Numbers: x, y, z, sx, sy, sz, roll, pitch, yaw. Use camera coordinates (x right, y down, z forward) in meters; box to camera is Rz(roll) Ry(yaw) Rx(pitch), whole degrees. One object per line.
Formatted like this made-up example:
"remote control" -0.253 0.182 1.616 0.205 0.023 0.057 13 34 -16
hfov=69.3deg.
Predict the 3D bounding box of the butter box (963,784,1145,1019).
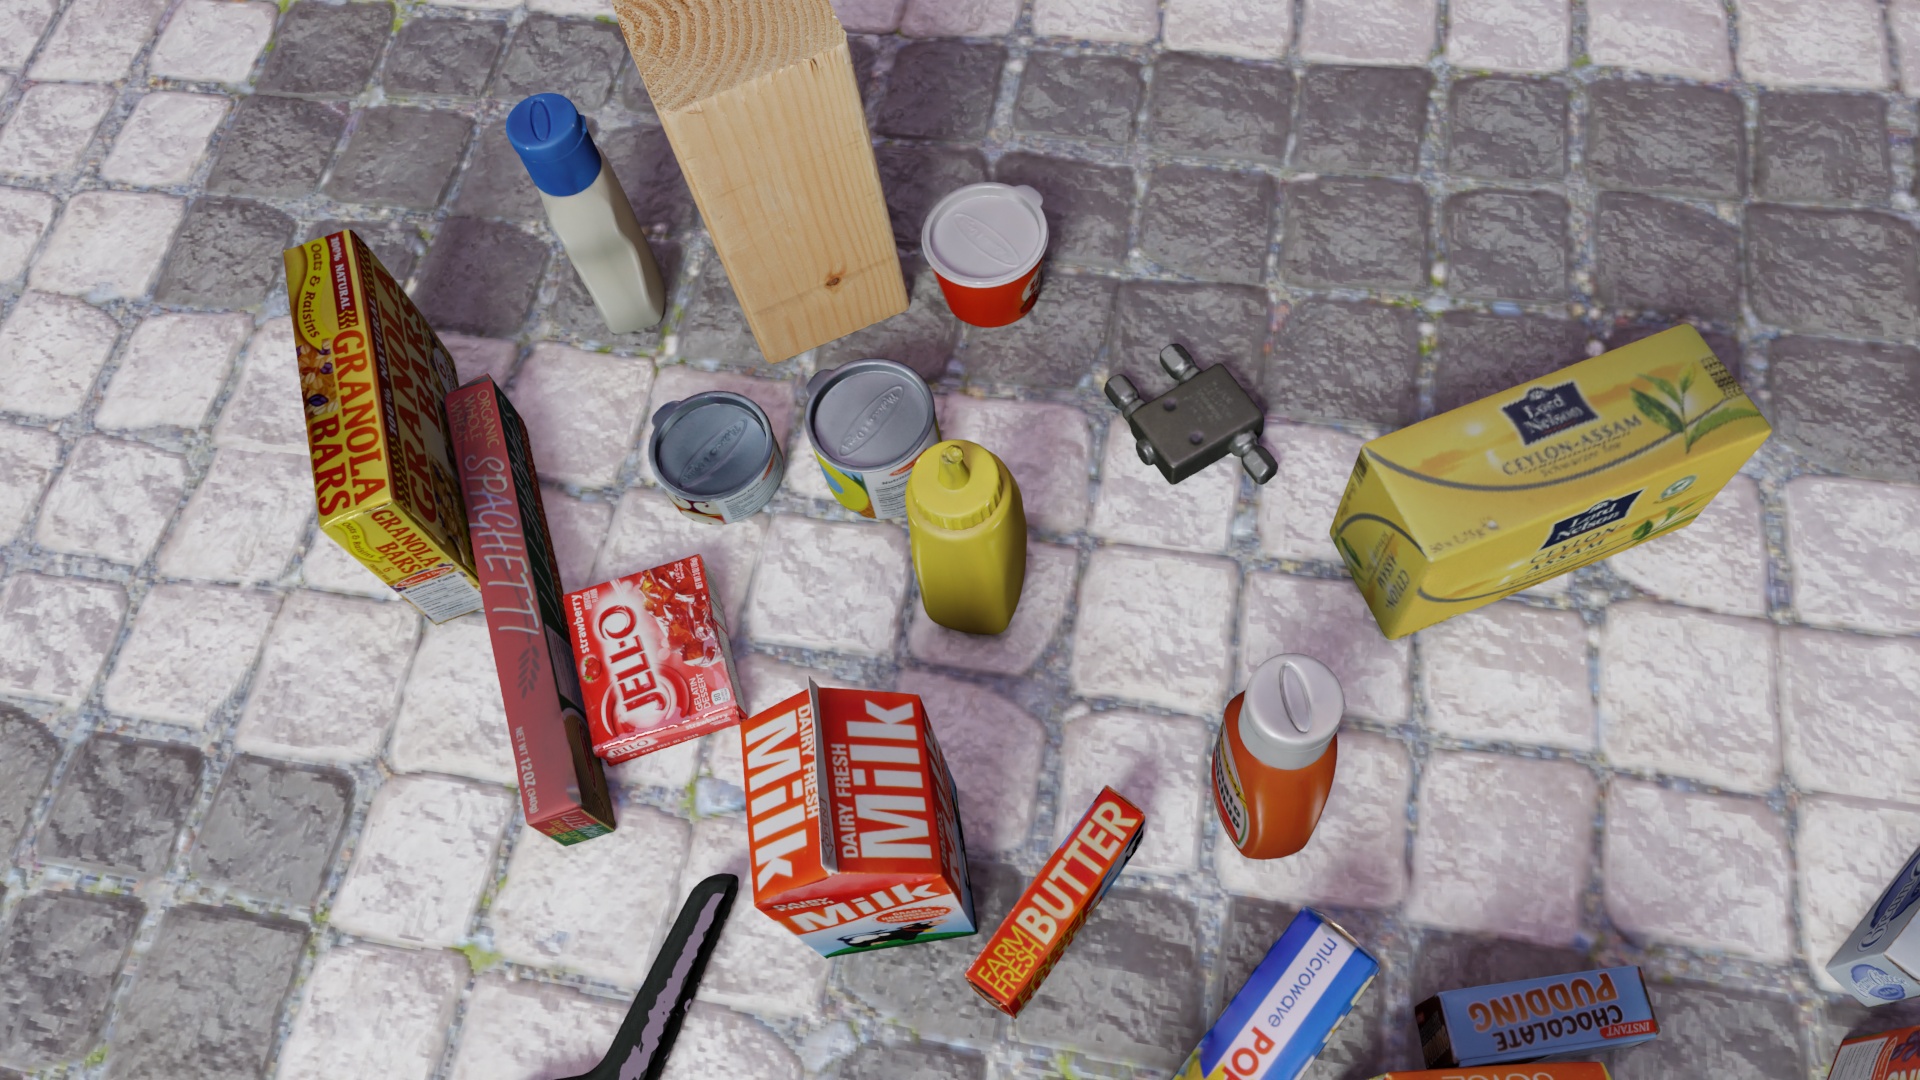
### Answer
"butter box" 0.043 0.160 0.611 0.024 0.053 0.104 34 72 19

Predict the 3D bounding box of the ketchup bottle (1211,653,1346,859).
"ketchup bottle" 0.133 0.089 0.583 0.043 0.148 0.065 -11 65 1

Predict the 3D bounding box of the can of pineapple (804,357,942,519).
"can of pineapple" -0.044 -0.053 0.719 0.071 0.057 0.071 -2 65 5

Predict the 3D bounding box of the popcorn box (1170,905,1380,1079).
"popcorn box" 0.114 0.214 0.561 0.038 0.085 0.127 37 74 20

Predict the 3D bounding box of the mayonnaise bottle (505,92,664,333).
"mayonnaise bottle" -0.198 -0.175 0.742 0.041 0.147 0.065 -16 65 -1

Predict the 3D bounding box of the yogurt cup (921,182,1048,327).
"yogurt cup" 0.015 -0.154 0.763 0.072 0.053 0.072 -2 65 5

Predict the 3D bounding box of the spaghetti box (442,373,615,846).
"spaghetti box" -0.220 0.030 0.702 0.029 0.050 0.251 -19 64 -3

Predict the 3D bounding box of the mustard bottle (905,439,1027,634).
"mustard bottle" 0.002 -0.008 0.636 0.049 0.159 0.065 8 66 10

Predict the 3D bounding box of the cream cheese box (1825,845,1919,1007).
"cream cheese box" 0.411 0.148 0.579 0.104 0.053 0.024 -43 68 -14

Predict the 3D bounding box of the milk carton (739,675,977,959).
"milk carton" -0.041 0.117 0.564 0.073 0.189 0.072 -10 65 2

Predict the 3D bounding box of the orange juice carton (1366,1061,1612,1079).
"orange juice carton" 0.181 0.226 0.489 0.072 0.192 0.073 -4 65 4

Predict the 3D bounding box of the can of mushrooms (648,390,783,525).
"can of mushrooms" -0.131 -0.045 0.737 0.071 0.033 0.071 -2 65 5

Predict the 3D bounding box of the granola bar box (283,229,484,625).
"granola bar box" -0.288 -0.056 0.708 0.039 0.123 0.166 -19 64 -3

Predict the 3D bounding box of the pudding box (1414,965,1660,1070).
"pudding box" 0.236 0.199 0.575 0.084 0.049 0.030 -9 65 2

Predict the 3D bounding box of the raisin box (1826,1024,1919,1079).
"raisin box" 0.390 0.216 0.510 0.086 0.123 0.040 28 71 17
